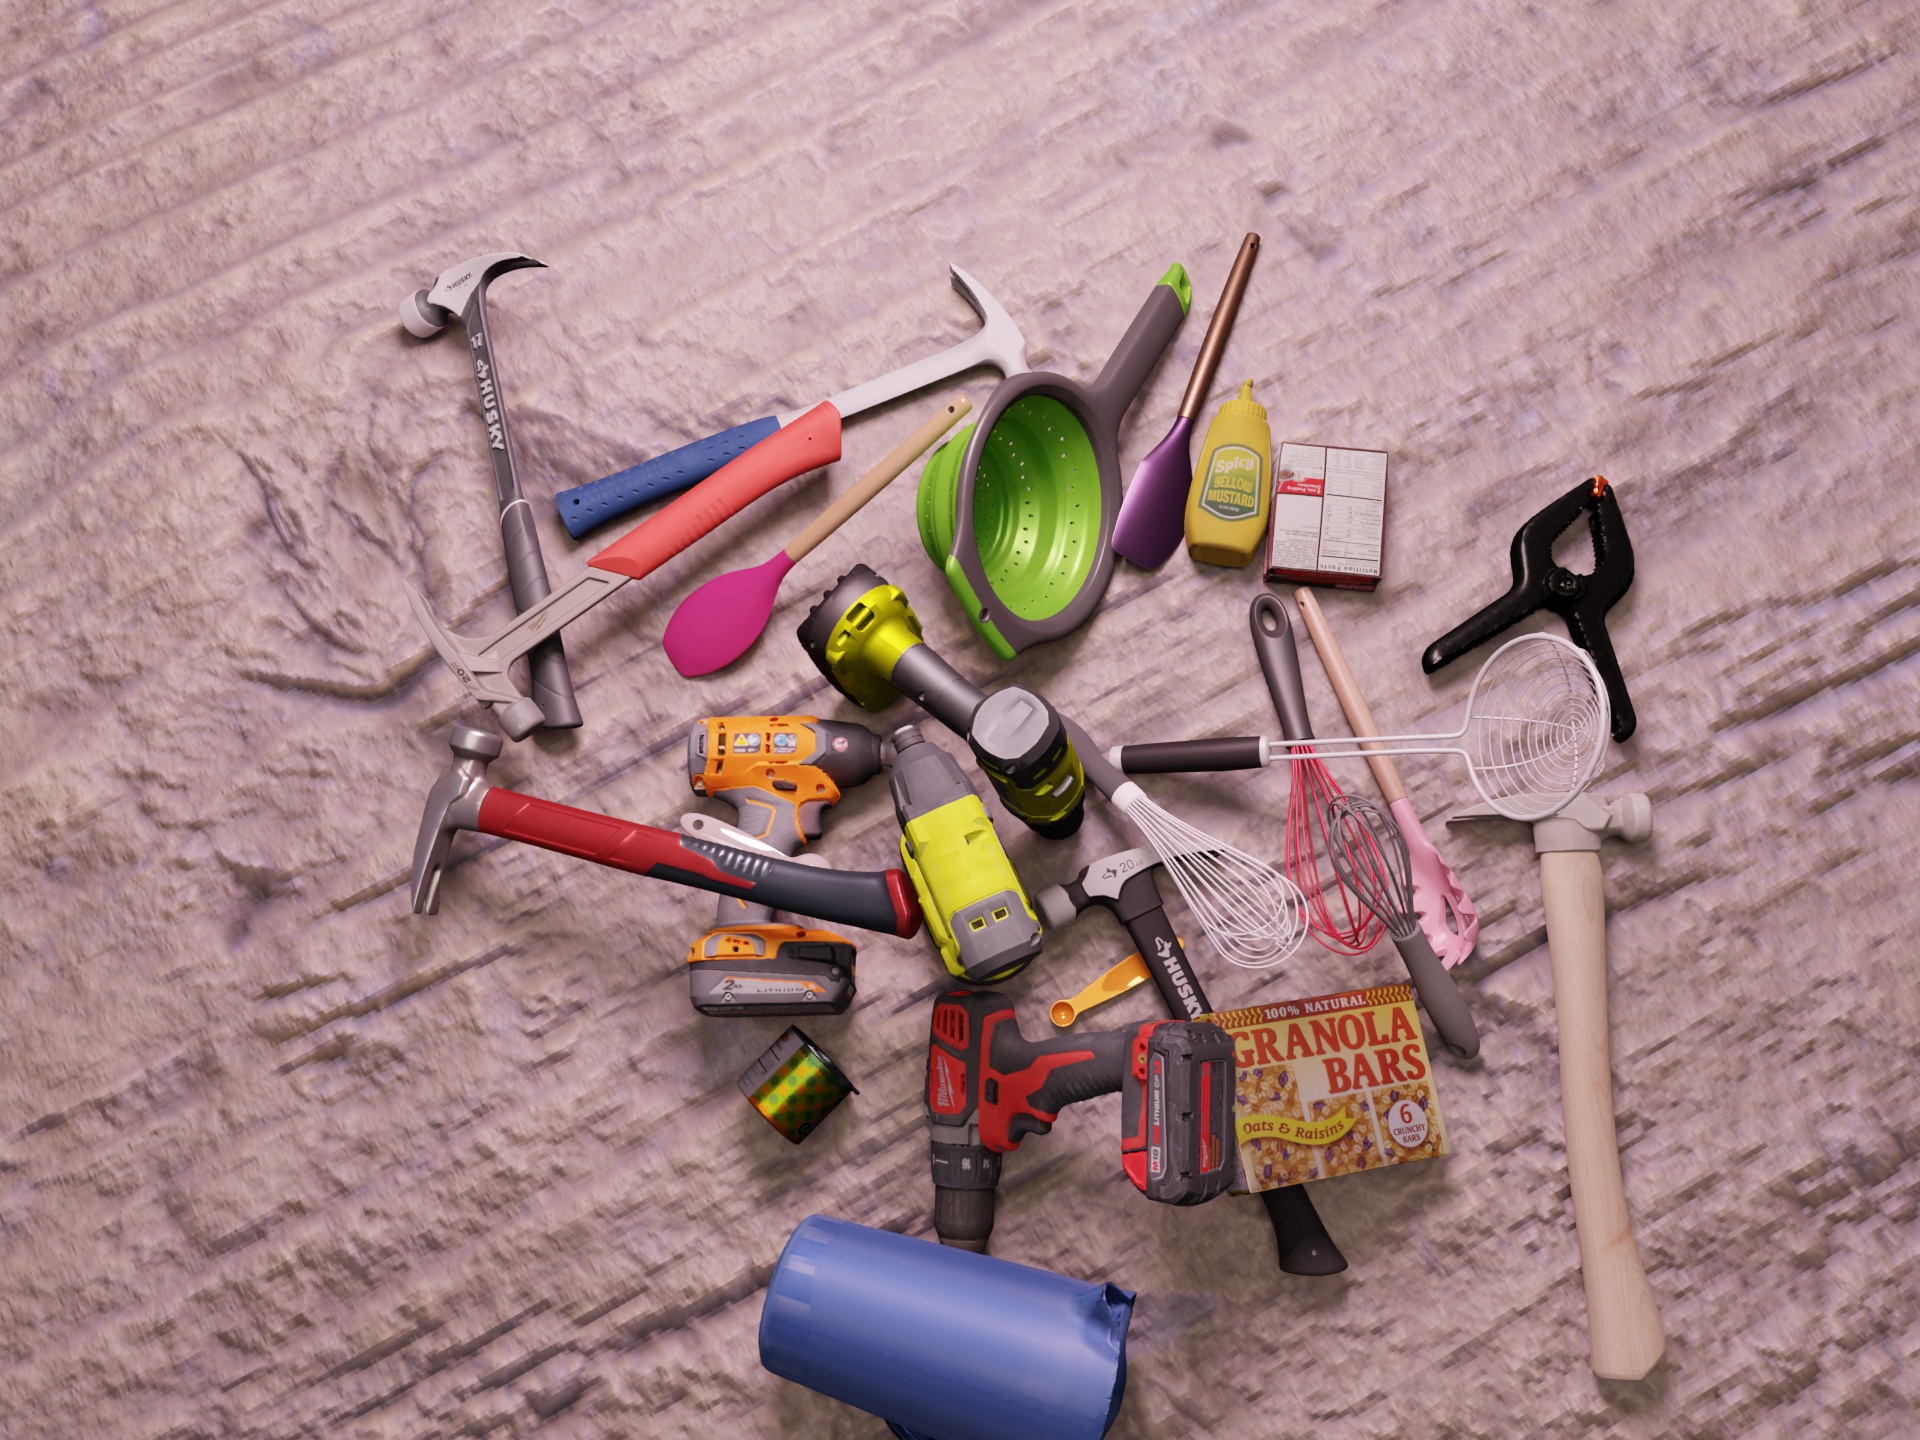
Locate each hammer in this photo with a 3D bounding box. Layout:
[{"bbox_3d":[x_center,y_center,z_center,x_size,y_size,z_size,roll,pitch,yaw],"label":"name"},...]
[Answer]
[{"bbox_3d":[-0.140,-0.249,1.313,0.405,0.035,0.144,-22,76,-3],"label":"hammer"},{"bbox_3d":[0.443,0.255,1.151,0.146,0.038,0.411,-1,75,4],"label":"hammer"},{"bbox_3d":[-0.246,-0.145,1.241,0.359,0.036,0.149,-37,90,-9],"label":"hammer"},{"bbox_3d":[-0.215,0.112,1.139,0.386,0.038,0.143,12,84,16],"label":"hammer"},{"bbox_3d":[0.192,0.246,1.162,0.146,0.035,0.335,-24,77,-10],"label":"hammer"},{"bbox_3d":[-0.360,-0.187,1.287,0.149,0.036,0.409,-21,78,29],"label":"hammer"}]

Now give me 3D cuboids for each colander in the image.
[{"bbox_3d":[0.070,-0.226,1.267,0.094,0.204,0.397,7,54,39],"label":"colander"}]

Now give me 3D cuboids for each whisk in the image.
[{"bbox_3d":[0.320,0.150,1.129,0.055,0.055,0.238,-33,110,-6],"label":"whisk"},{"bbox_3d":[0.144,0.078,1.165,0.070,0.070,0.285,-40,53,-8],"label":"whisk"},{"bbox_3d":[0.264,0.036,1.210,0.073,0.073,0.296,-10,68,0],"label":"whisk"}]

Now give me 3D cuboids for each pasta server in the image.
[{"bbox_3d":[0.318,0.038,1.214,0.040,0.060,0.316,-8,69,-36],"label":"pasta server"}]

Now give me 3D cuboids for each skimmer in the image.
[{"bbox_3d":[0.269,0.013,1.130,0.363,0.090,0.127,-4,78,25],"label":"skimmer"}]

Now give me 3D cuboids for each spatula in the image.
[{"bbox_3d":[0.195,-0.267,1.308,0.059,0.018,0.316,26,75,-18],"label":"spatula"}]

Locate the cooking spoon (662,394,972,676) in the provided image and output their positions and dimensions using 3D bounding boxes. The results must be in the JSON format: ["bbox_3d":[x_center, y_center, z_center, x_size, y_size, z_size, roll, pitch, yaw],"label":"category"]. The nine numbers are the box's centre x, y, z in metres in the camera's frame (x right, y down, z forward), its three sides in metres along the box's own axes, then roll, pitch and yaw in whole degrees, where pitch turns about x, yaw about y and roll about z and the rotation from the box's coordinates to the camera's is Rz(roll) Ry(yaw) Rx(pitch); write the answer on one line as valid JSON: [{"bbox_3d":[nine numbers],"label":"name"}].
[{"bbox_3d":[-0.114,-0.145,1.240,0.319,0.017,0.069,-39,73,14],"label":"cooking spoon"}]

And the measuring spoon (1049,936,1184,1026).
[{"bbox_3d":[0.118,0.196,1.198,0.117,0.011,0.021,-30,78,-9],"label":"measuring spoon"}]

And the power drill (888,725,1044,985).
[{"bbox_3d":[0.001,0.102,1.116,0.080,0.223,0.171,-23,75,-4],"label":"power drill"}]

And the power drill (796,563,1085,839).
[{"bbox_3d":[-0.002,-0.004,1.181,0.229,0.190,0.080,37,80,26],"label":"power drill"}]

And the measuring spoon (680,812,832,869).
[{"bbox_3d":[-0.150,0.093,1.152,0.124,0.018,0.034,23,70,12],"label":"measuring spoon"}]

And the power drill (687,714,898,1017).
[{"bbox_3d":[-0.125,0.104,1.198,0.164,0.084,0.227,-2,71,2],"label":"power drill"}]

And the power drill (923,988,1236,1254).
[{"bbox_3d":[0.071,0.286,1.105,0.227,0.080,0.188,-3,81,34],"label":"power drill"}]
